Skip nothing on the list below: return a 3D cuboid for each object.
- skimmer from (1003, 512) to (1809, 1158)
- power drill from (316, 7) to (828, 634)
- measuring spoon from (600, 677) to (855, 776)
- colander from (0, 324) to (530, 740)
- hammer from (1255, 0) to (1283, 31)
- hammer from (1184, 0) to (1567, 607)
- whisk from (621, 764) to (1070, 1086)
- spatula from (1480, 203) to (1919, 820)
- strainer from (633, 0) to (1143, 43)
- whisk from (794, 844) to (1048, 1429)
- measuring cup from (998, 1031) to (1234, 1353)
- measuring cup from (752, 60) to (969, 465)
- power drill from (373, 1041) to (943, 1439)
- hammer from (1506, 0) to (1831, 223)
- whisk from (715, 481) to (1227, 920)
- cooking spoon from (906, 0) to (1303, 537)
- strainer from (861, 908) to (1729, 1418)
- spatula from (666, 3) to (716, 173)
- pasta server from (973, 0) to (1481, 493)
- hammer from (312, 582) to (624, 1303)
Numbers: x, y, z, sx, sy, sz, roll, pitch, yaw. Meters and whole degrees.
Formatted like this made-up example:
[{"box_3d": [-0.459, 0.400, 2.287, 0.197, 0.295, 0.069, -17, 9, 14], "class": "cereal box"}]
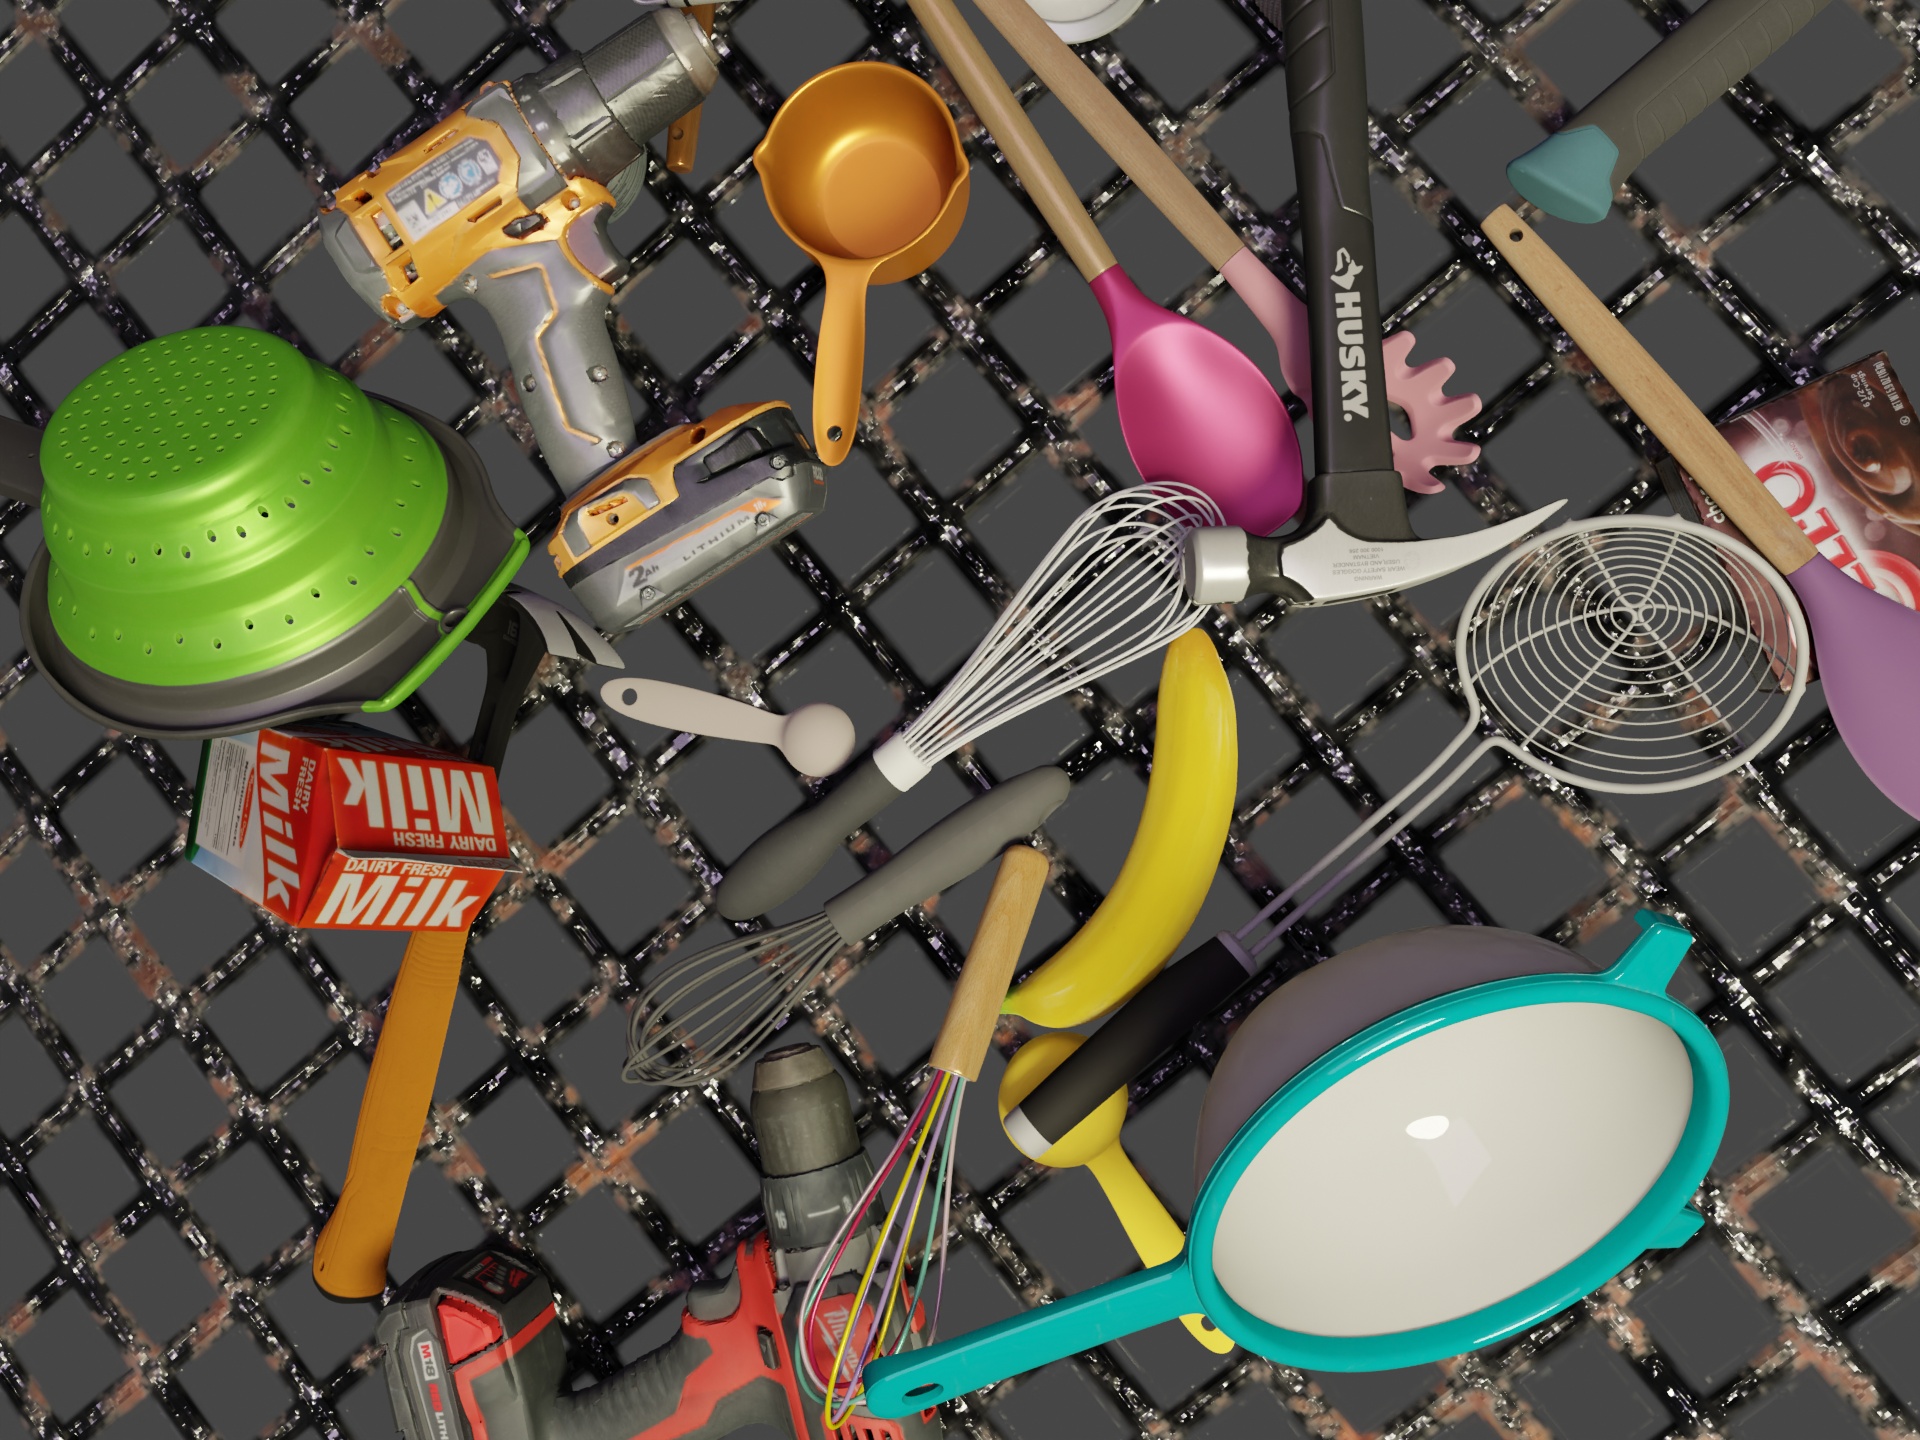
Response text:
[{"box_3d": [0.164, 0.061, 0.633, 0.363, 0.090, 0.127, -41, 102, 1], "class": "skimmer"}, {"box_3d": [-0.143, -0.175, 0.690, 0.185, 0.084, 0.226, -32, 94, 7], "class": "power drill"}, {"box_3d": [-0.109, -0.001, 0.727, 0.124, 0.018, 0.034, 12, 91, 10], "class": "measuring spoon"}, {"box_3d": [-0.384, -0.123, 0.702, 0.397, 0.094, 0.205, 18, 57, 21], "class": "colander"}, {"box_3d": [0.067, -0.495, 0.701, 0.146, 0.038, 0.411, -41, 83, 5], "class": "hammer"}, {"box_3d": [0.155, -0.214, 0.639, 0.146, 0.035, 0.335, -3, 87, -1], "class": "hammer"}, {"box_3d": [-0.052, 0.091, 0.705, 0.239, 0.055, 0.055, -34, 84, 2], "class": "whisk"}, {"box_3d": [0.310, -0.080, 0.623, 0.060, 0.018, 0.316, -40, 85, 12], "class": "spatula"}, {"box_3d": [-0.022, -0.338, 0.700, 0.258, 0.050, 0.086, -4, 130, 6], "class": "strainer"}, {"box_3d": [-0.011, 0.168, 0.660, 0.051, 0.047, 0.245, 3, 67, 46], "class": "whisk"}, {"box_3d": [0.071, 0.207, 0.687, 0.062, 0.029, 0.156, -35, 81, 7], "class": "measuring cup"}, {"box_3d": [-0.044, -0.196, 0.705, 0.095, 0.052, 0.173, 6, 92, 9], "class": "measuring cup"}, {"box_3d": [-0.131, 0.253, 0.698, 0.226, 0.080, 0.188, -14, 87, 6], "class": "power drill"}, {"box_3d": [0.368, -0.324, 0.650, 0.331, 0.033, 0.128, -40, 84, 6], "class": "hammer"}, {"box_3d": [-0.002, -0.003, 0.694, 0.284, 0.070, 0.070, -39, 83, 11], "class": "whisk"}, {"box_3d": [0.048, -0.214, 0.683, 0.069, 0.017, 0.319, -33, 95, 3], "class": "cooking spoon"}, {"box_3d": [0.117, 0.174, 0.621, 0.340, 0.095, 0.210, -21, 127, 2], "class": "strainer"}, {"box_3d": [-0.115, -0.415, 0.726, 0.081, 0.041, 0.322, 6, 91, 8], "class": "spatula"}, {"box_3d": [0.098, -0.217, 0.669, 0.060, 0.040, 0.316, -43, 91, -3], "class": "pasta server"}, {"box_3d": [-0.232, 0.106, 0.713, 0.127, 0.034, 0.337, 24, 99, 50], "class": "hammer"}]
